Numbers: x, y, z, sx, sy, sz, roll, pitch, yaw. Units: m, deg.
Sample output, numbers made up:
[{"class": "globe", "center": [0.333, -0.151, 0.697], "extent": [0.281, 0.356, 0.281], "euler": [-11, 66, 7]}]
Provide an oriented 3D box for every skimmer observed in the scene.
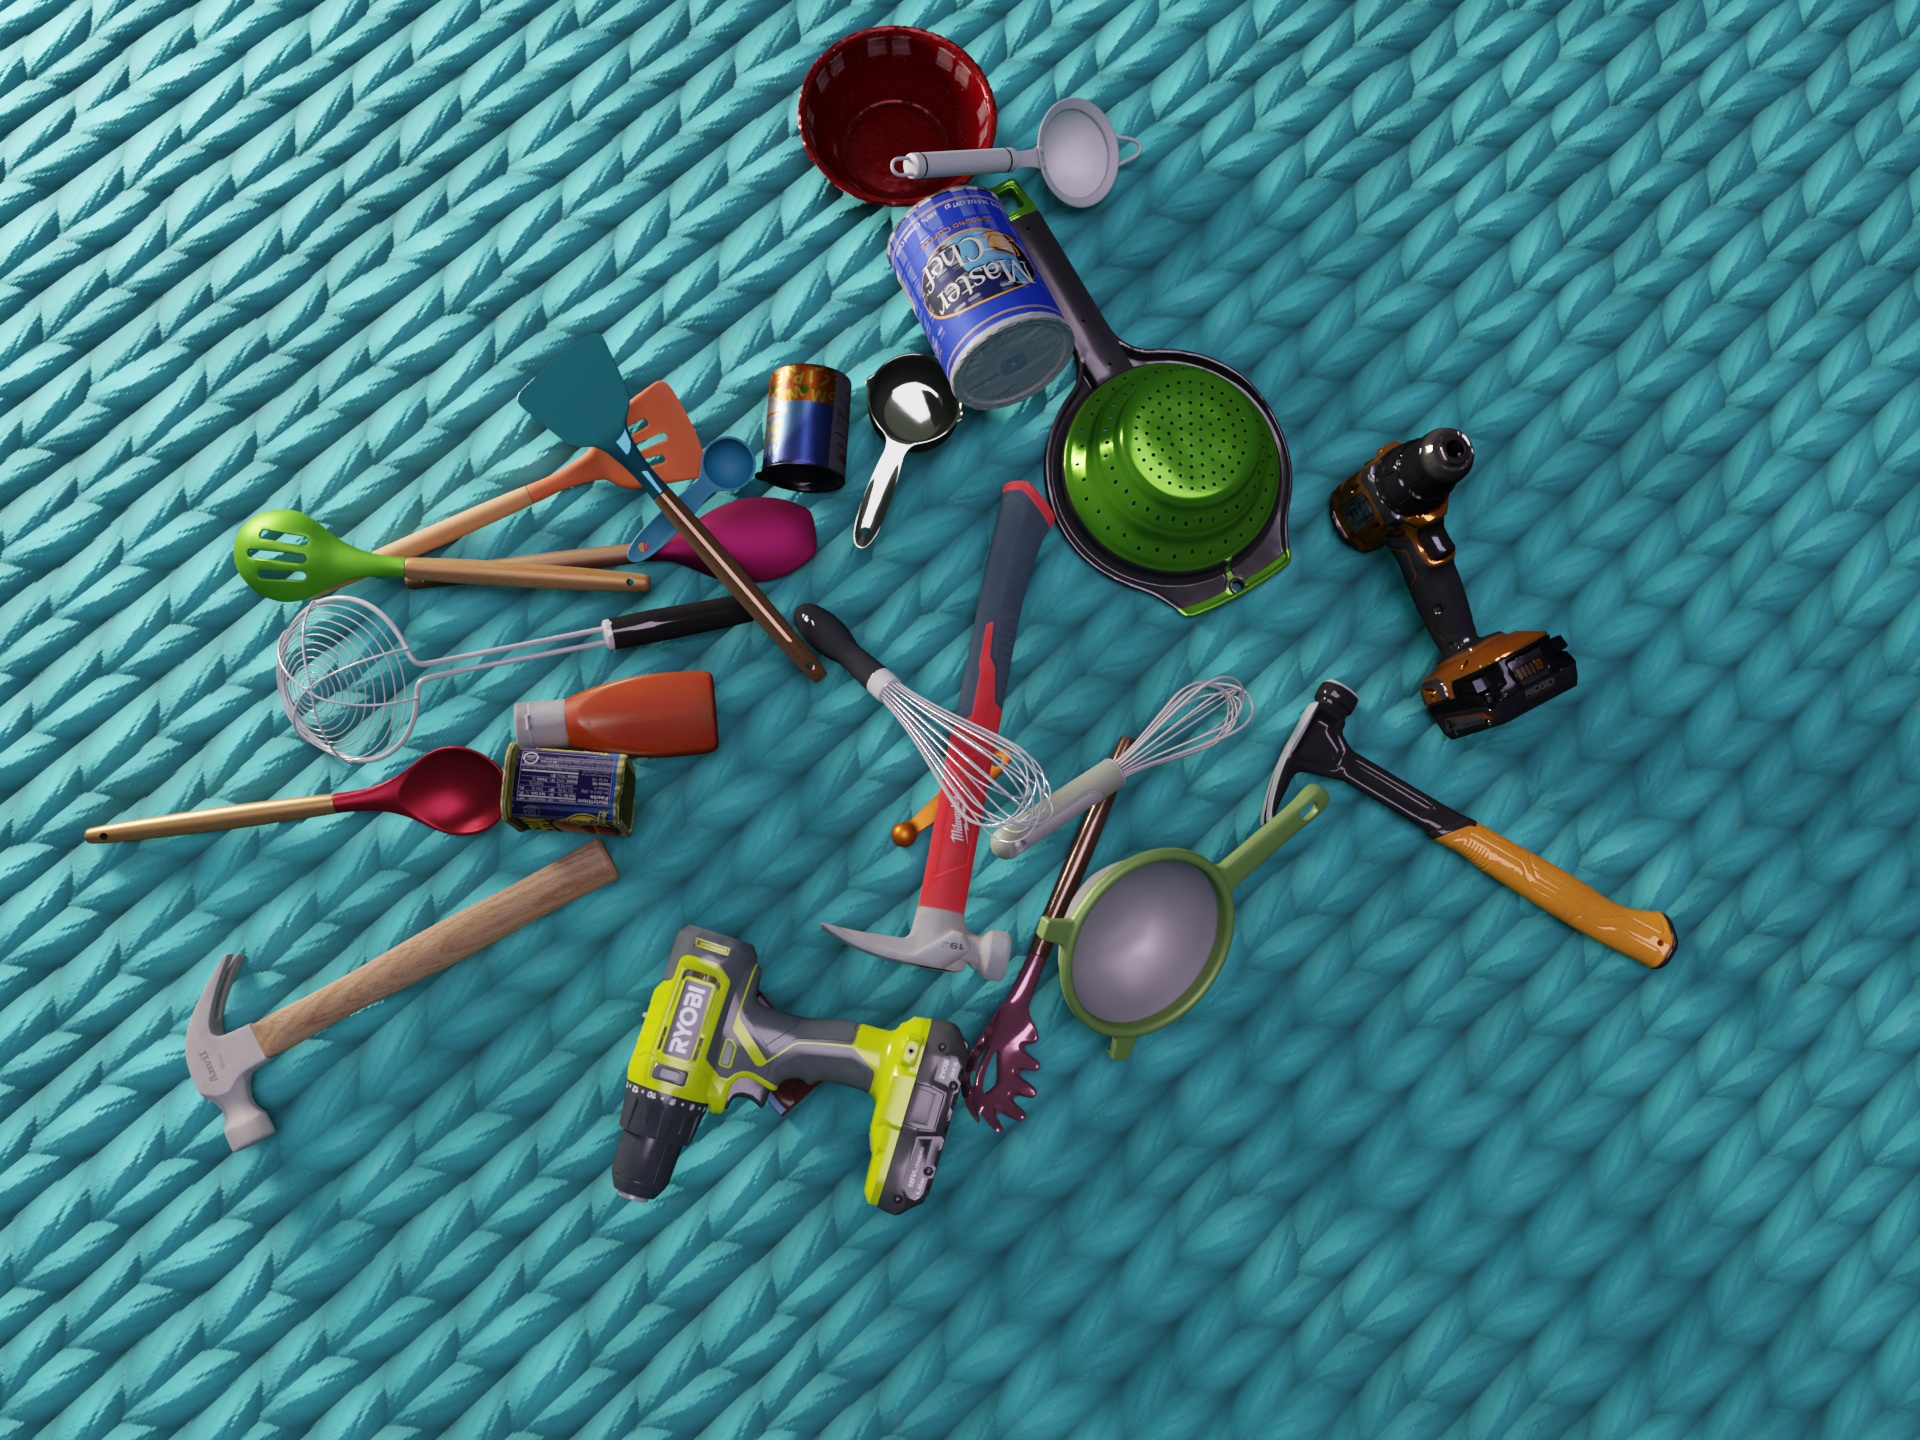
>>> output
[{"class": "skimmer", "center": [-0.334, -0.056, 1.221], "extent": [0.363, 0.090, 0.127], "euler": [-13, 99, -17]}]

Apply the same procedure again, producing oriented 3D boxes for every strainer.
[{"class": "strainer", "center": [0.042, -0.450, 1.273], "extent": [0.258, 0.050, 0.087], "euler": [-20, 108, -39]}, {"class": "strainer", "center": [0.165, 0.122, 1.193], "extent": [0.256, 0.069, 0.151], "euler": [-38, 122, -13]}]

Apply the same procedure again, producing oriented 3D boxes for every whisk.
[{"class": "whisk", "center": [0.124, 0.036, 1.206], "extent": [0.246, 0.057, 0.059], "euler": [-32, 48, -19]}, {"class": "whisk", "center": [-0.037, -0.008, 1.175], "extent": [0.070, 0.070, 0.285], "euler": [-43, 58, -10]}]

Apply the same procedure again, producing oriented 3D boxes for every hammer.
[{"class": "hammer", "center": [-0.002, -0.004, 1.223], "extent": [0.143, 0.038, 0.386], "euler": [12, 77, -3]}, {"class": "hammer", "center": [-0.409, 0.178, 1.174], "extent": [0.331, 0.031, 0.130], "euler": [-29, 83, -9]}, {"class": "hammer", "center": [0.401, 0.104, 1.239], "extent": [0.337, 0.034, 0.127], "euler": [30, 78, 2]}]

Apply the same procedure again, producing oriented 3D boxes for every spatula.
[{"class": "spatula", "center": [-0.209, -0.153, 1.215], "extent": [0.082, 0.044, 0.317], "euler": [-40, 97, -2]}, {"class": "spatula", "center": [-0.357, -0.165, 1.235], "extent": [0.322, 0.041, 0.081], "euler": [-25, 107, -6]}]

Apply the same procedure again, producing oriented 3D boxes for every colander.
[{"class": "colander", "center": [0.131, -0.279, 1.261], "extent": [0.204, 0.094, 0.397], "euler": [-29, 83, -8]}]

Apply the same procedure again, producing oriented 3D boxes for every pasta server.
[{"class": "pasta server", "center": [0.073, 0.155, 1.207], "extent": [0.060, 0.040, 0.316], "euler": [31, 76, -27]}]

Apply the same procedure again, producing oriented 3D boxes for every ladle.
[{"class": "ladle", "center": [-0.494, 0.067, 1.190], "extent": [0.315, 0.031, 0.069], "euler": [-7, 99, -3]}]

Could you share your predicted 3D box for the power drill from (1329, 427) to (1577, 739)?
[{"class": "power drill", "center": [0.374, -0.109, 1.203], "extent": [0.084, 0.185, 0.226], "euler": [-26, 85, -10]}]

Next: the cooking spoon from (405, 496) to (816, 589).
[{"class": "cooking spoon", "center": [-0.272, -0.129, 1.245], "extent": [0.319, 0.017, 0.069], "euler": [-8, 85, -5]}]

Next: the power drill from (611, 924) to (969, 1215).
[{"class": "power drill", "center": [-0.123, 0.266, 1.123], "extent": [0.228, 0.080, 0.191], "euler": [17, 79, 0]}]

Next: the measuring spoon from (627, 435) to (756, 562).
[{"class": "measuring spoon", "center": [-0.211, -0.170, 1.239], "extent": [0.128, 0.021, 0.042], "euler": [-44, 103, 2]}]

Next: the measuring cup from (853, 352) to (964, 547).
[{"class": "measuring cup", "center": [-0.052, -0.210, 1.267], "extent": [0.083, 0.038, 0.167], "euler": [20, 81, 0]}]

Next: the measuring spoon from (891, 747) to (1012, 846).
[{"class": "measuring spoon", "center": [-0.006, 0.058, 1.232], "extent": [0.117, 0.011, 0.021], "euler": [-38, 84, -10]}]

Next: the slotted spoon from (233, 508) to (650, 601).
[{"class": "slotted spoon", "center": [-0.396, -0.117, 1.213], "extent": [0.313, 0.031, 0.070], "euler": [4, 96, -6]}]
